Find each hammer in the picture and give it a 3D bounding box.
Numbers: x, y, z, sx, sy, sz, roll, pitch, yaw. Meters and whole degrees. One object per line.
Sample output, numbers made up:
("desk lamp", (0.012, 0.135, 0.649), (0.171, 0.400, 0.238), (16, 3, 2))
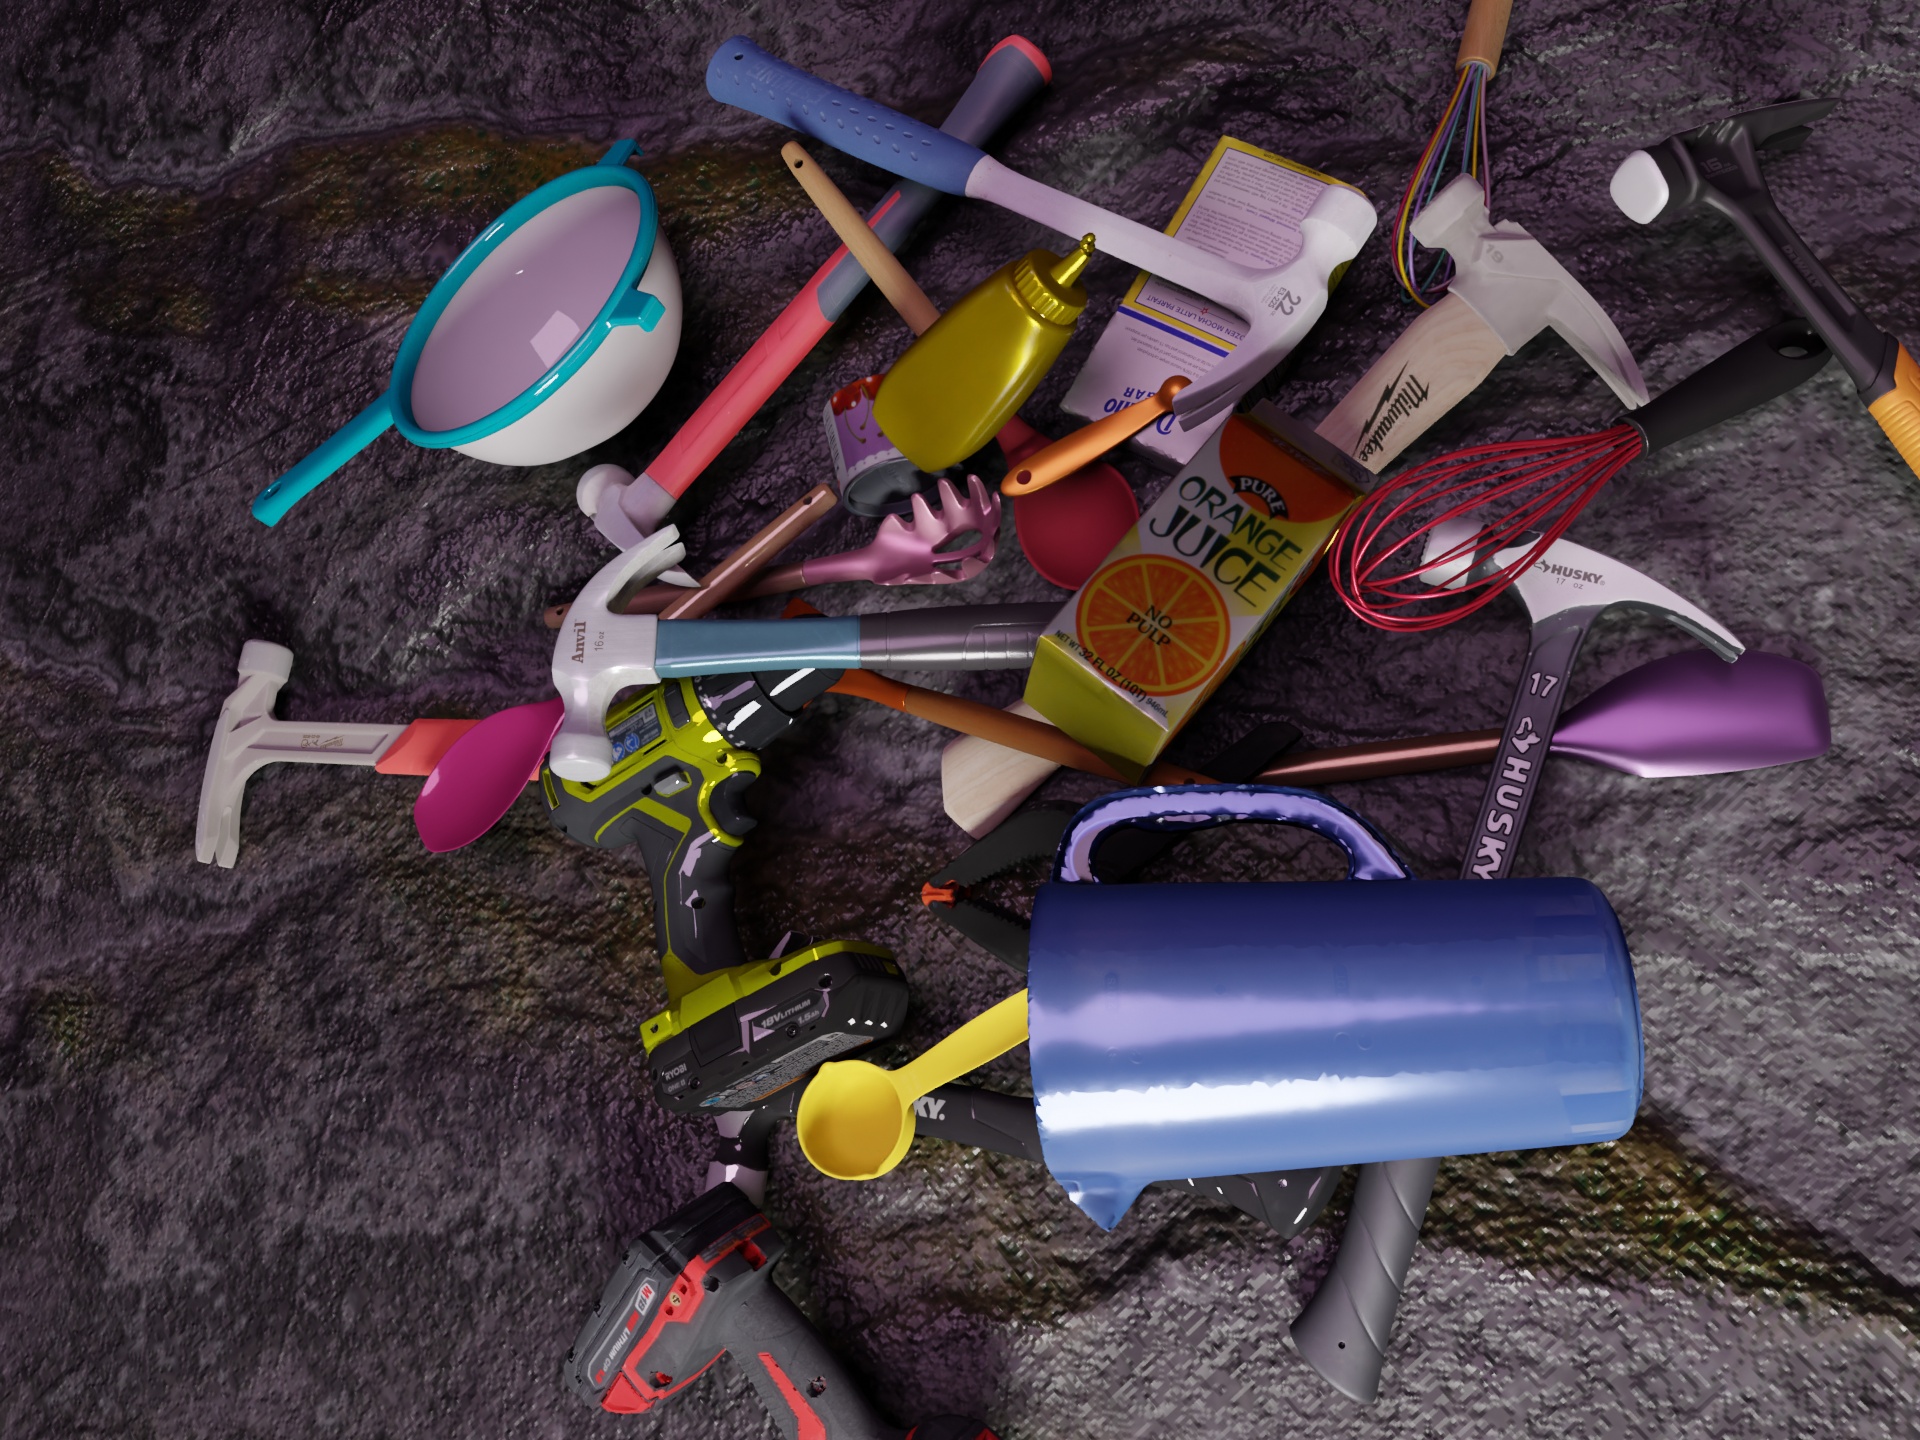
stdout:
("hammer", (-0.074, -0.246, 0.939), (0.386, 0.038, 0.143), (-49, 39, -1))
("hammer", (0.022, 0.194, 0.790), (0.335, 0.035, 0.146), (3, 77, 28))
("hammer", (-0.318, 0.026, 0.981), (0.359, 0.036, 0.149), (2, 77, 21))
("hammer", (0.015, -0.294, 0.881), (0.406, 0.035, 0.144), (31, 84, 24))
("hammer", (0.439, -0.143, 0.727), (0.127, 0.034, 0.337), (-22, 73, -19))
("hammer", (0.237, 0.112, 0.739), (0.149, 0.036, 0.409), (16, 86, 19))
("hammer", (-0.036, -0.038, 0.794), (0.331, 0.033, 0.128), (-2, 68, 1))
("hammer", (0.153, -0.079, 0.820), (0.410, 0.038, 0.146), (-44, 90, 10))

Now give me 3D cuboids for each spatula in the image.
("spatula", (-0.001, -0.003, 0.833), (0.323, 0.041, 0.081), (18, 81, 35))
("spatula", (0.250, 0.011, 0.781), (0.316, 0.018, 0.060), (-9, 78, 17))

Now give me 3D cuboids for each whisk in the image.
("whisk", (0.274, -0.328, 0.855), (0.047, 0.051, 0.245), (16, 77, 2))
("whisk", (0.293, -0.122, 0.734), (0.296, 0.073, 0.073), (-27, 66, -15))

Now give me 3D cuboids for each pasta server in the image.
("pasta server", (-0.116, -0.085, 0.926), (0.316, 0.040, 0.060), (-7, 64, 23))

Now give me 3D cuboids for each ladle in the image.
("ladle", (-0.005, -0.202, 0.888), (0.069, 0.031, 0.315), (-39, 83, 14))

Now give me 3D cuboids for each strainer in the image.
("strainer", (-0.295, -0.200, 1.000), (0.340, 0.095, 0.211), (-31, 47, 18))

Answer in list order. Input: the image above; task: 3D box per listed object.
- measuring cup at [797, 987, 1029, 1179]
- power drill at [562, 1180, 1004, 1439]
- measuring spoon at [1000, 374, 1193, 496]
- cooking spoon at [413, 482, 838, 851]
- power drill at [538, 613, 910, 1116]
("measuring cup", (-0.008, 0.173, 0.783), (0.156, 0.029, 0.062), (-32, 64, 3))
("power drill", (-0.083, 0.348, 0.777), (0.220, 0.078, 0.143), (38, 114, 19))
("measuring spoon", (0.072, -0.151, 0.848), (0.117, 0.011, 0.021), (-28, 72, 13))
("cooking spoon", (-0.196, -0.032, 0.919), (0.319, 0.017, 0.069), (-39, 57, 8))
("power drill", (-0.113, 0.069, 0.826), (0.190, 0.080, 0.229), (-30, 65, 18))
